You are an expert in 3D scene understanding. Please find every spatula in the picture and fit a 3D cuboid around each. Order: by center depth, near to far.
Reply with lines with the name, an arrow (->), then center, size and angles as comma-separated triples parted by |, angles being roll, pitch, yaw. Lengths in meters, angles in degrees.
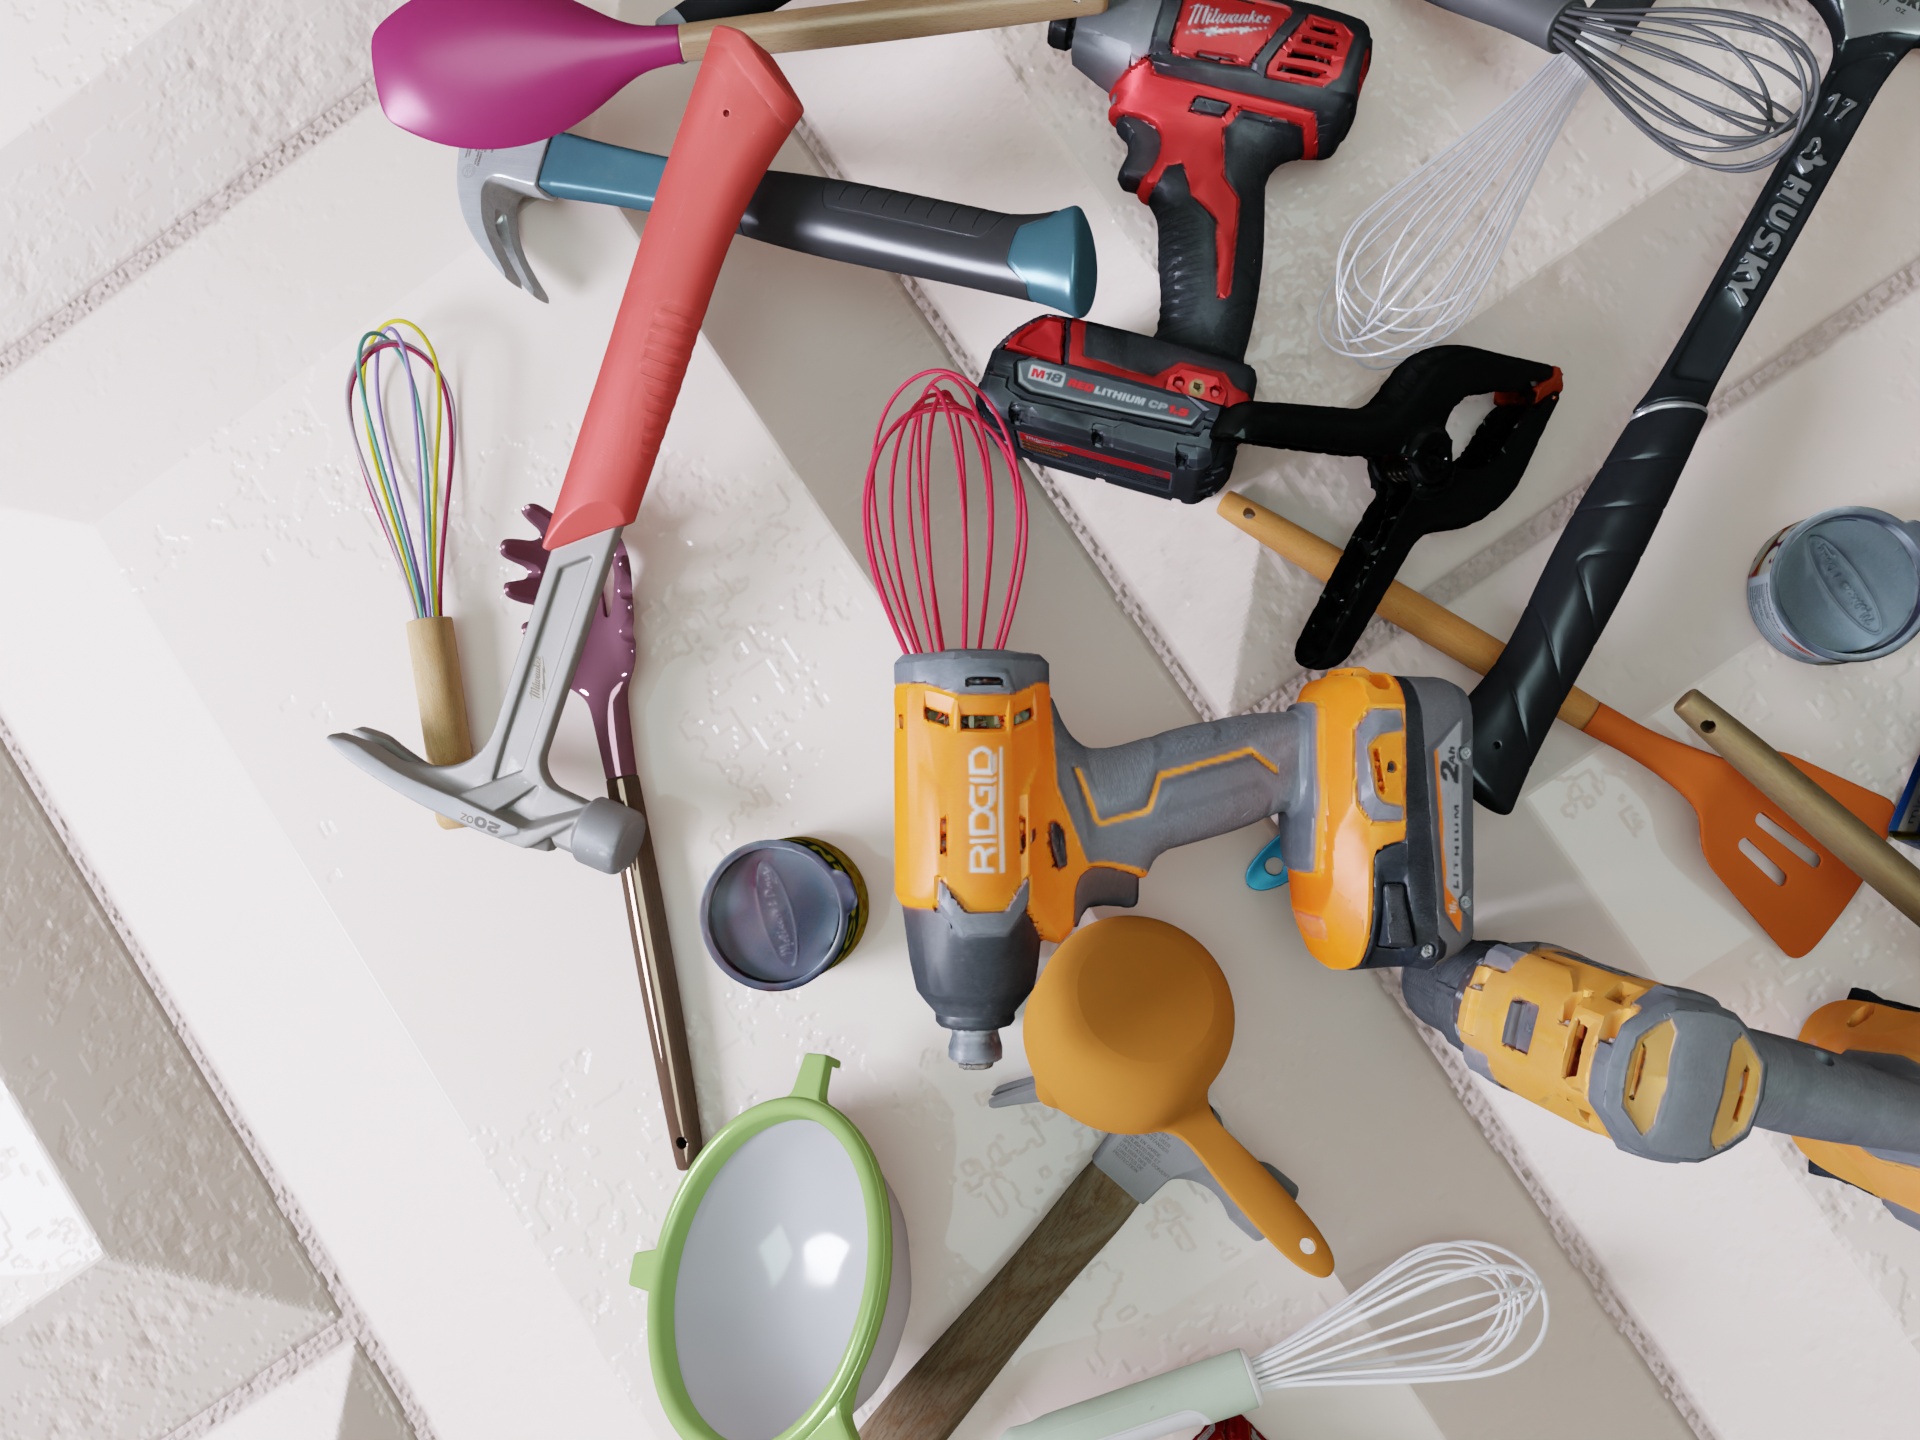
spatula -> 0.254, -0.013, 0.703 | 0.323, 0.041, 0.081 | 33, 90, 11

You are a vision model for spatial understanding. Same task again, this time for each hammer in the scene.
hammer -> 0.315, -0.144, 0.677 | 0.149, 0.036, 0.409 | 29, 87, 5
hammer -> -0.158, -0.119, 0.690 | 0.149, 0.037, 0.359 | 23, 102, 9
hammer -> -0.090, -0.231, 0.705 | 0.331, 0.033, 0.128 | 18, 91, 23
hammer -> -0.004, 0.292, 0.717 | 0.130, 0.031, 0.331 | 40, 93, 6

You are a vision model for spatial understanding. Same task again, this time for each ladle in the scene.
ladle -> 0.423, 0.093, 0.653 | 0.320, 0.062, 0.078 | 42, 127, 6

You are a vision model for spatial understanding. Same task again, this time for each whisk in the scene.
whisk -> 0.248, -0.289, 0.654 | 0.055, 0.055, 0.239 | -44, 52, 4
whisk -> 0.132, 0.280, 0.682 | 0.246, 0.057, 0.059 | -19, 45, 1
whisk -> -0.001, -0.002, 0.692 | 0.073, 0.073, 0.295 | -2, 104, 7
whisk -> 0.254, -0.270, 0.697 | 0.070, 0.070, 0.284 | 38, 87, 7
whisk -> -0.254, -0.070, 0.755 | 0.047, 0.051, 0.245 | -8, 90, 1

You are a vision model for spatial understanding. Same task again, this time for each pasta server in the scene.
pasta server -> -0.156, 0.054, 0.741 | 0.060, 0.040, 0.316 | -11, 88, 12

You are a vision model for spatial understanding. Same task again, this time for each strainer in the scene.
strainer -> -0.044, 0.274, 0.654 | 0.151, 0.069, 0.257 | -50, 42, 13

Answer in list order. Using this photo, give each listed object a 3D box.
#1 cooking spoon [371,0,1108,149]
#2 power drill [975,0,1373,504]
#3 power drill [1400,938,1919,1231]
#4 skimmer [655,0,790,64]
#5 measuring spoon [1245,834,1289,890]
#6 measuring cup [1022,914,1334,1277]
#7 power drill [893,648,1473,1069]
cooking spoon -> -0.095, -0.295, 0.686 | 0.319, 0.017, 0.068 | -7, 102, 0
power drill -> 0.085, -0.220, 0.705 | 0.143, 0.078, 0.220 | 17, 87, 7
power drill -> 0.302, 0.136, 0.636 | 0.226, 0.185, 0.084 | 14, 90, -12
skimmer -> 0.018, -0.408, 0.691 | 0.363, 0.090, 0.127 | -35, 85, -5
measuring spoon -> 0.181, 0.035, 0.715 | 0.128, 0.021, 0.042 | -39, 85, 13
measuring cup -> 0.100, 0.156, 0.668 | 0.095, 0.052, 0.174 | -32, 66, -25
power drill -> 0.085, 0.054, 0.639 | 0.226, 0.084, 0.164 | 0, 89, -10
